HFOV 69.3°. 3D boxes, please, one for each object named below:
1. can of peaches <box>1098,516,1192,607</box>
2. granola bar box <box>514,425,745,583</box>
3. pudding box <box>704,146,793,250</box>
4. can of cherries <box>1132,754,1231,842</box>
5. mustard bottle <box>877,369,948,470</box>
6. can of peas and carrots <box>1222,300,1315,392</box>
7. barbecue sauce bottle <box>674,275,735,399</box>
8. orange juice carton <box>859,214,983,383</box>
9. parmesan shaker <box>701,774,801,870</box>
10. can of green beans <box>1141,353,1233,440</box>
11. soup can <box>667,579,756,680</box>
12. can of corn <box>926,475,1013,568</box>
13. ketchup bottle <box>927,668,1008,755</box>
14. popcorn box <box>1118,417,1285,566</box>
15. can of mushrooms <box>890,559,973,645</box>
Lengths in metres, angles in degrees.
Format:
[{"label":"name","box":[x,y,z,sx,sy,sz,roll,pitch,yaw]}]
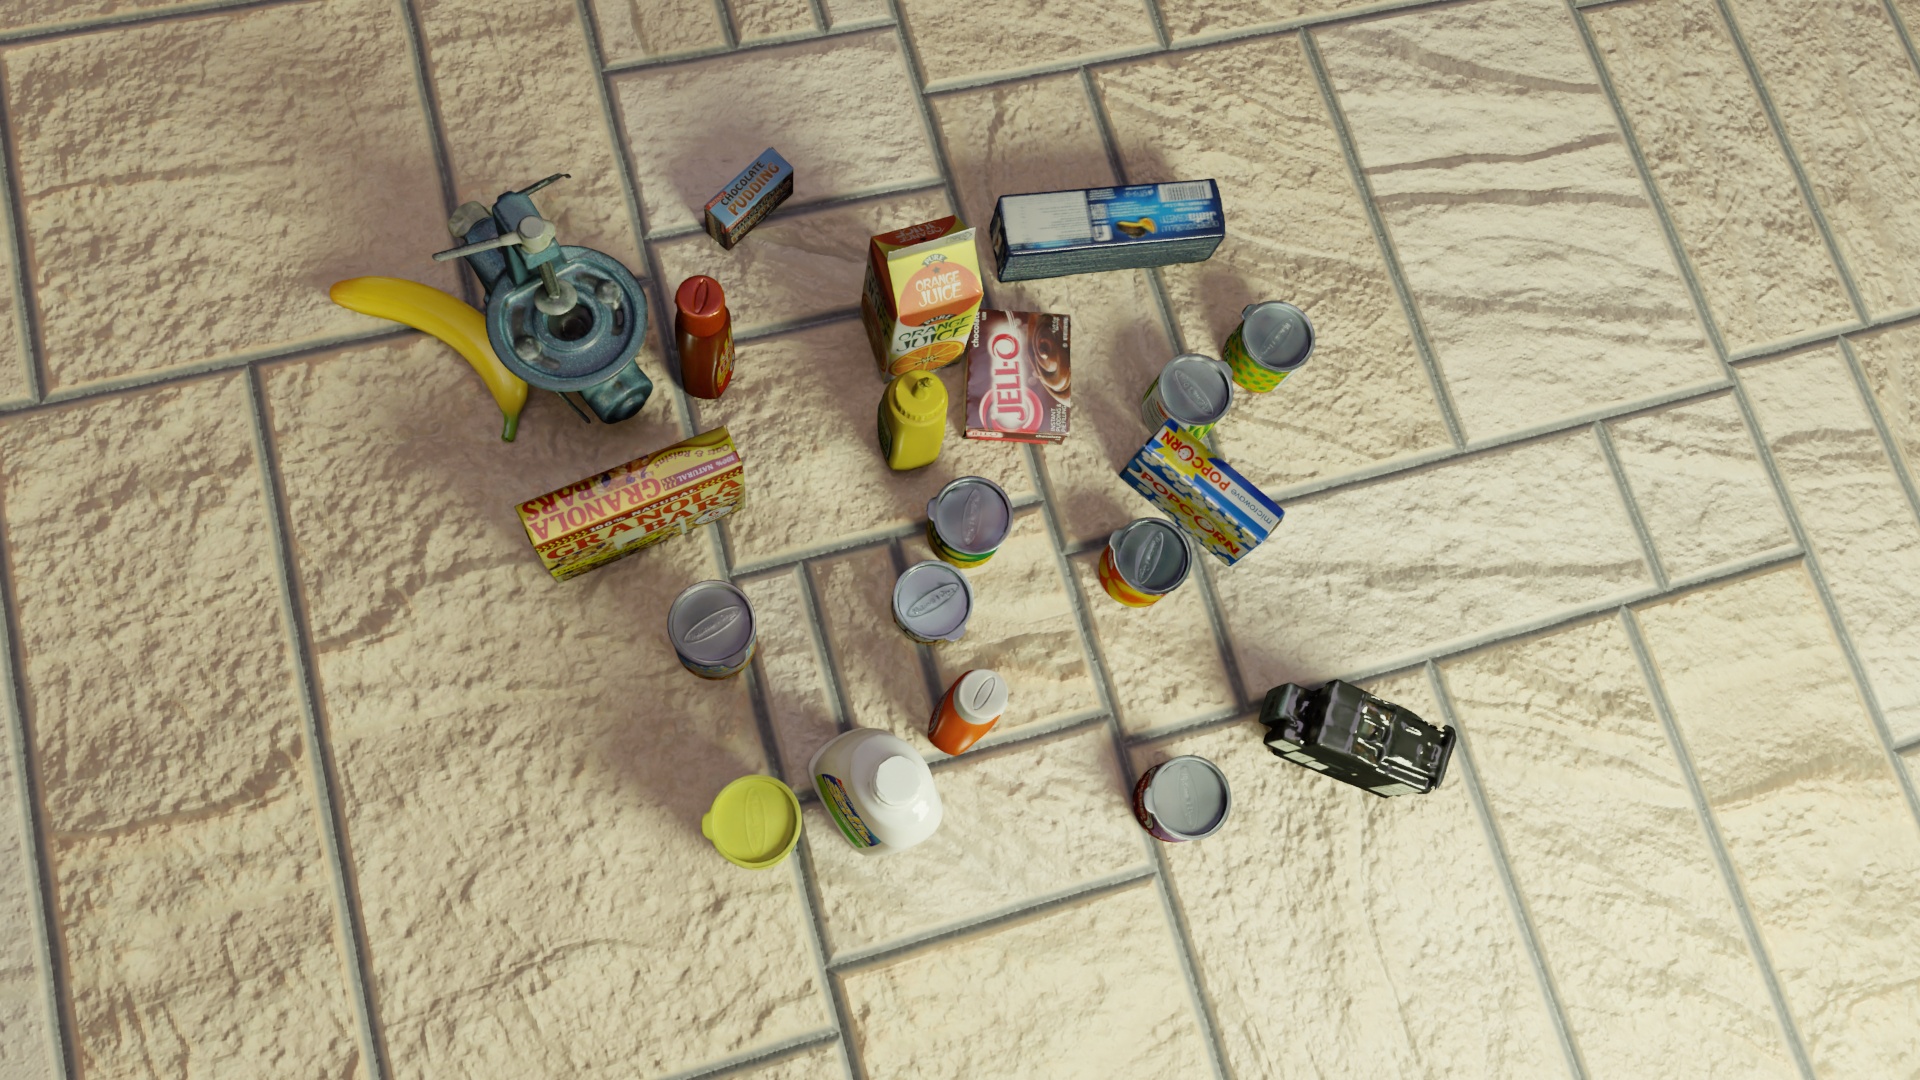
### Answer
[{"label":"can of peaches","box":[0.151,0.018,1.161,0.071,0.058,0.071,2,75,-7]},{"label":"granola bar box","box":[-0.251,-0.026,1.083,0.166,0.124,0.039,-23,80,-13]},{"label":"pudding box","box":[-0.183,-0.296,1.203,0.030,0.049,0.084,43,74,4]},{"label":"can of cherries","box":[0.174,0.207,1.113,0.071,0.058,0.071,2,75,-7]},{"label":"mustard bottle","box":[-0.038,-0.104,1.114,0.049,0.159,0.065,-10,77,-10]},{"label":"can of peas and carrots","box":[0.269,-0.172,1.227,0.071,0.058,0.071,2,75,-7]},{"label":"barbecue sauce bottle","box":[-0.206,-0.166,1.114,0.044,0.148,0.065,11,75,-5]},{"label":"orange juice carton","box":[-0.033,-0.200,1.124,0.072,0.192,0.073,-17,79,-11]},{"label":"parmesan shaker","box":[-0.156,0.213,1.044,0.071,0.103,0.071,2,75,-7]},{"label":"can of green beans","box":[0.196,-0.121,1.204,0.071,0.057,0.071,2,75,-7]},{"label":"soup can","box":[-0.191,0.074,1.086,0.071,0.083,0.071,2,75,-7]},{"label":"can of corn","box":[0.004,-0.014,1.149,0.071,0.058,0.071,2,75,-7]},{"label":"ketchup bottle","box":[0.008,0.128,1.065,0.043,0.148,0.065,31,74,1]},{"label":"popcorn box","box":[0.202,-0.039,1.169,0.127,0.085,0.038,40,74,4]},{"label":"can of mushrooms","box":[-0.022,0.054,1.140,0.071,0.033,0.071,2,75,-7]}]
